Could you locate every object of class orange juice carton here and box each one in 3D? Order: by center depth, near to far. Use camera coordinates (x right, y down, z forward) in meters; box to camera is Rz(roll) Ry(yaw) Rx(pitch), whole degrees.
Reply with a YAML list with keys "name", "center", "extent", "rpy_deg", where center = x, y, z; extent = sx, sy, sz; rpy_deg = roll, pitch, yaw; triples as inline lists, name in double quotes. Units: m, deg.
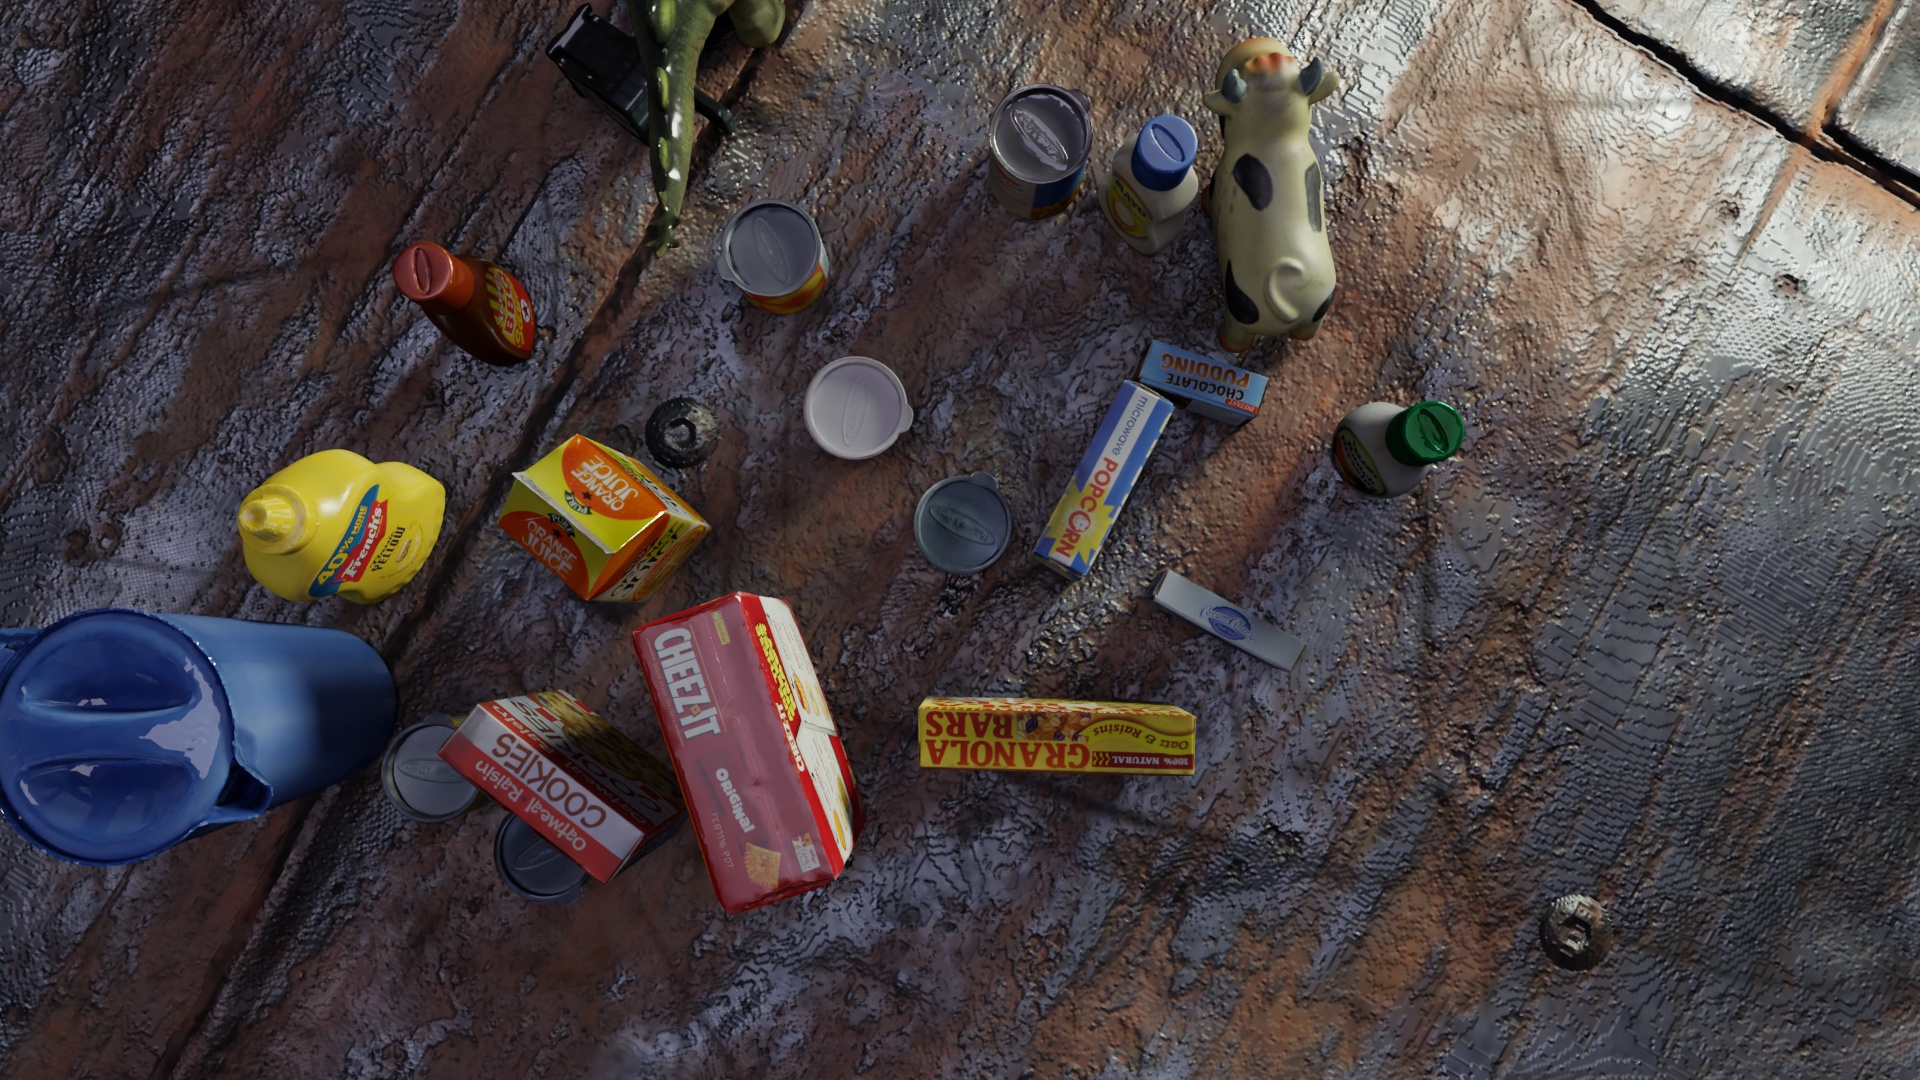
- name: "orange juice carton"
  center: [-0.219, -0.010, 0.858]
  extent: [0.072, 0.192, 0.073]
  rpy_deg: [41, 88, 3]

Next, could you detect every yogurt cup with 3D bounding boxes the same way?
- name: "yogurt cup"
  center: [-0.068, -0.085, 0.931]
  extent: [0.072, 0.054, 0.072]
  rpy_deg: [0, 87, 1]

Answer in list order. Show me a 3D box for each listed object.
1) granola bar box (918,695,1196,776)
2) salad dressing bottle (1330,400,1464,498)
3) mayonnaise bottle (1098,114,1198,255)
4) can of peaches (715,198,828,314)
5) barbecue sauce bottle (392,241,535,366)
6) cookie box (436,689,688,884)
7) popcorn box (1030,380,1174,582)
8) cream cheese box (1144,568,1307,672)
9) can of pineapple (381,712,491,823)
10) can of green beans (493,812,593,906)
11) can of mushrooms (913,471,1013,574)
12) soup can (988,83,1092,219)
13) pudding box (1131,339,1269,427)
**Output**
- name: "granola bar box"
  center: [0.058, 0.123, 0.882]
  extent: [0.166, 0.124, 0.039]
  rpy_deg: [1, 87, 1]
- name: "salad dressing bottle"
  center: [0.276, -0.061, 0.880]
  extent: [0.044, 0.147, 0.064]
  rpy_deg: [-29, 87, -1]
- name: "mayonnaise bottle"
  center: [0.122, -0.231, 0.892]
  extent: [0.041, 0.148, 0.065]
  rpy_deg: [-39, 87, -1]
- name: "can of peaches"
  center: [-0.126, -0.189, 0.937]
  extent: [0.071, 0.058, 0.071]
  rpy_deg: [0, 87, 1]
- name: "barbecue sauce bottle"
  center: [-0.317, -0.155, 0.891]
  extent: [0.044, 0.148, 0.065]
  rpy_deg: [-9, 87, 0]
- name: "cookie box"
  center: [-0.235, 0.148, 0.861]
  extent: [0.123, 0.167, 0.040]
  rpy_deg: [37, 88, 2]
- name: "popcorn box"
  center: [0.092, -0.037, 0.911]
  extent: [0.038, 0.085, 0.126]
  rpy_deg: [28, 87, 2]
- name: "cream cheese box"
  center: [0.174, 0.053, 0.921]
  extent: [0.104, 0.053, 0.024]
  rpy_deg: [28, 88, 2]
- name: "can of pineapple"
  center: [-0.337, 0.148, 0.917]
  extent: [0.071, 0.058, 0.071]
  rpy_deg: [0, 87, 1]
- name: "can of green beans"
  center: [-0.264, 0.199, 0.913]
  extent: [0.071, 0.058, 0.071]
  rpy_deg: [0, 87, 1]
- name: "can of mushrooms"
  center: [0.003, -0.012, 0.936]
  extent: [0.071, 0.033, 0.071]
  rpy_deg: [0, 86, 1]
- name: "soup can"
  center: [0.054, -0.259, 0.927]
  extent: [0.071, 0.083, 0.071]
  rpy_deg: [0, 87, 1]
- name: "pudding box"
  center: [0.159, -0.105, 0.933]
  extent: [0.084, 0.049, 0.030]
  rpy_deg: [18, 87, 2]
